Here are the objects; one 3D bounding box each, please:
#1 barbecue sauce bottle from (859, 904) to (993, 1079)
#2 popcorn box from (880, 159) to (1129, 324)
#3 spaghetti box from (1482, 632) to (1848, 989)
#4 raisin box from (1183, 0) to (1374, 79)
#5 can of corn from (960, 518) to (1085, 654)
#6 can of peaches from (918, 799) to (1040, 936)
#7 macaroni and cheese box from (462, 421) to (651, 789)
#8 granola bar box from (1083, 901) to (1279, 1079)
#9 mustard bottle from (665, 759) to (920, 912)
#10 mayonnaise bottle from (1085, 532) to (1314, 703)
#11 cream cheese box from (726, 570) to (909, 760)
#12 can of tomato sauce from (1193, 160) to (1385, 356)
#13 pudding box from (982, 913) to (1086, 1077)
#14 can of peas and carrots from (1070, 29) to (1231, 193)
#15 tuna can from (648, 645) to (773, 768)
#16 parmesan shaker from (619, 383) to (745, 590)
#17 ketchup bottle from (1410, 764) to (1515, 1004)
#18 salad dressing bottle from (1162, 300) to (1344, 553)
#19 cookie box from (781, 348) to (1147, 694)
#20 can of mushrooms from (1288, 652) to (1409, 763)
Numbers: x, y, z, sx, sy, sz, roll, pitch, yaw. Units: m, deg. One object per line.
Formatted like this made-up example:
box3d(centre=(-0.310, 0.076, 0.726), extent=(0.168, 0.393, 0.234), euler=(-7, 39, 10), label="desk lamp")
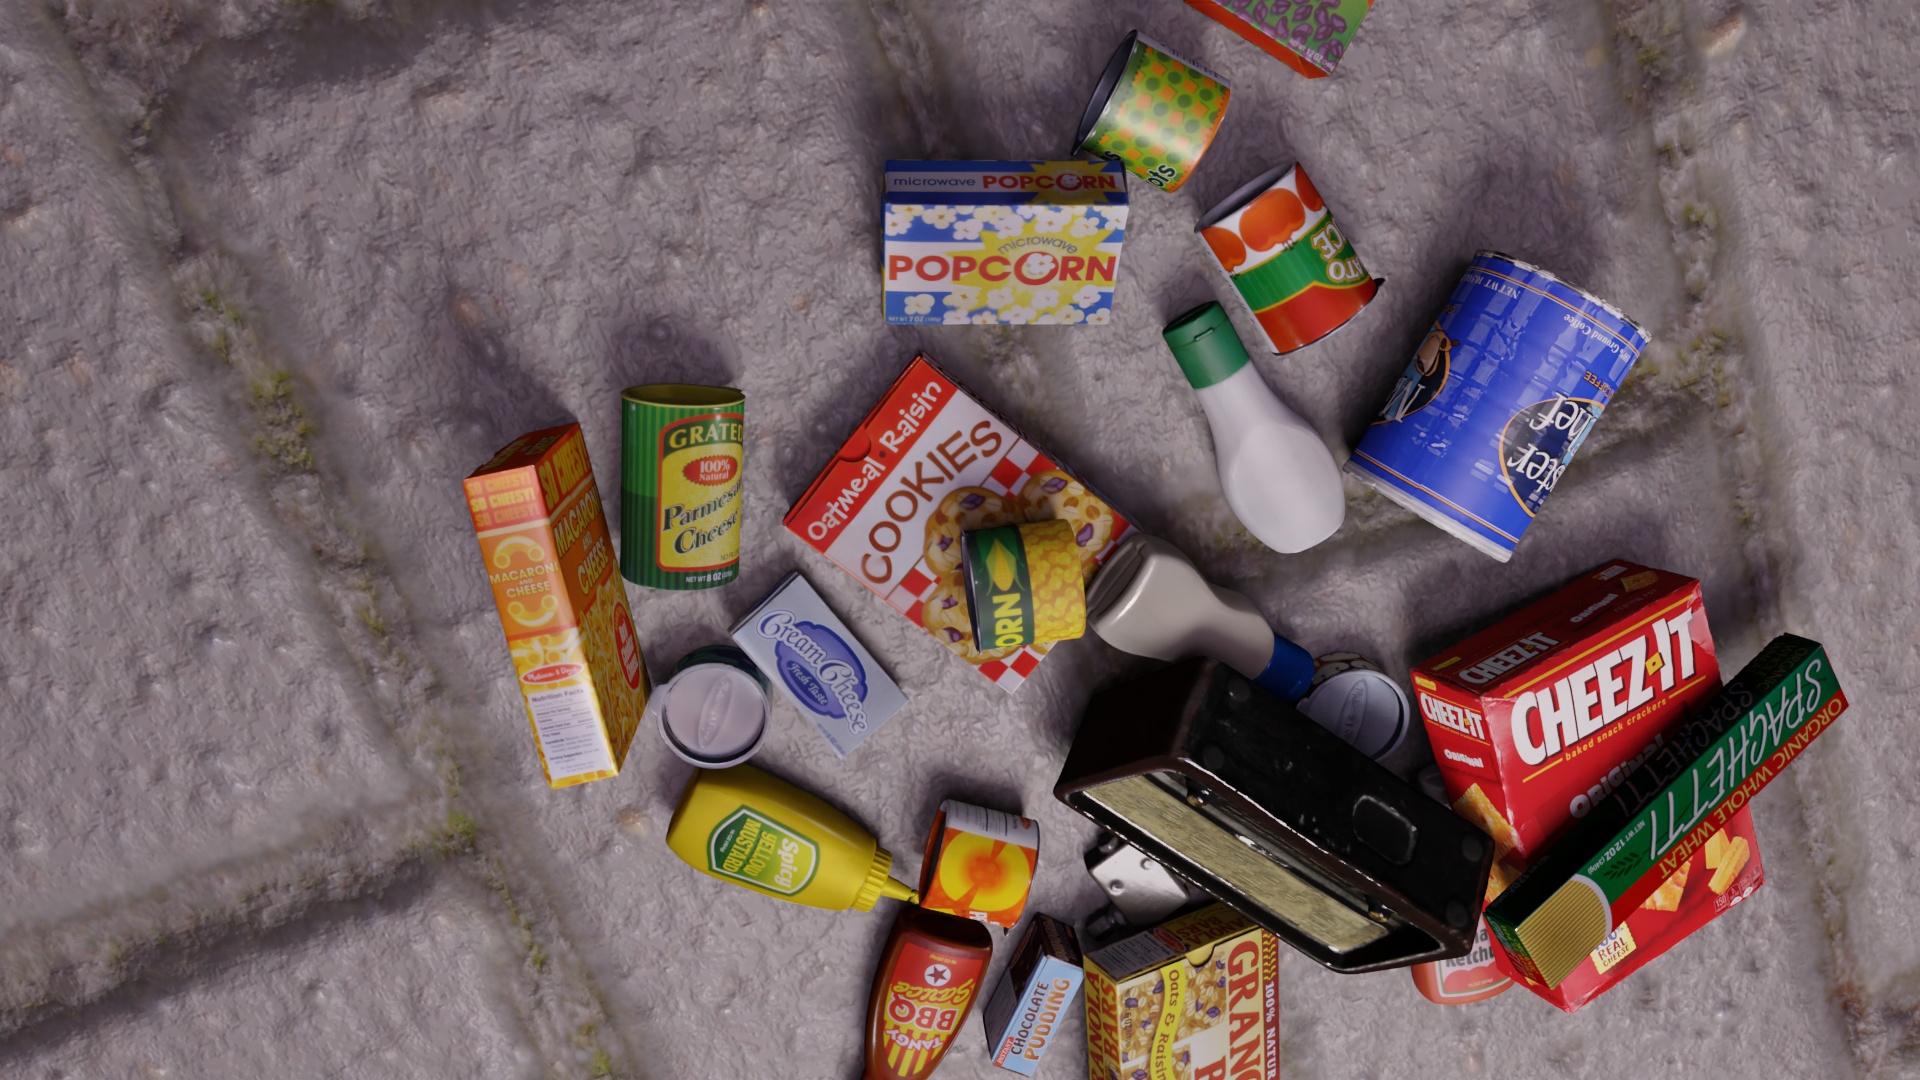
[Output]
box3d(centre=(-0.031, 0.304, 0.870), extent=(0.065, 0.044, 0.148), euler=(17, 103, -9), label="barbecue sauce bottle")
box3d(centre=(0.021, -0.157, 0.735), extent=(0.127, 0.038, 0.084), euler=(-1, 142, -4), label="popcorn box")
box3d(centre=(0.396, 0.147, 0.775), extent=(0.250, 0.029, 0.050), euler=(-38, 109, -10), label="spaghetti box")
box3d(centre=(0.186, -0.319, 0.726), extent=(0.086, 0.040, 0.123), euler=(28, 100, -9), label="raisin box")
box3d(centre=(0.033, 0.026, 0.746), extent=(0.058, 0.071, 0.071), euler=(-7, 105, -3), label="can of corn")
box3d(centre=(0.010, 0.195, 0.832), extent=(0.058, 0.071, 0.071), euler=(16, 103, -7), label="can of peaches")
box3d(centre=(-0.213, 0.030, 0.745), extent=(0.040, 0.124, 0.166), euler=(-12, 105, -1), label="macaroni and cheese box")
box3d(centre=(0.141, 0.319, 0.864), extent=(0.124, 0.039, 0.165), euler=(-12, 107, -27), label="granola bar box")
box3d(centre=(-0.093, 0.186, 0.832), extent=(0.160, 0.049, 0.065), euler=(24, 105, -9), label="mustard bottle")
box3d(centre=(0.142, 0.052, 0.798), extent=(0.148, 0.041, 0.064), euler=(28, 107, -29), label="mayonnaise bottle")
box3d(centre=(-0.083, 0.073, 0.810), extent=(0.053, 0.024, 0.103), euler=(-42, 104, -12), label="cream cheese box")
box3d(centre=(0.178, -0.154, 0.753), extent=(0.071, 0.071, 0.083), euler=(-36, 104, 6), label="can of tomato sauce")
box3d(centre=(0.045, 0.283, 0.867), extent=(0.030, 0.050, 0.083), euler=(23, 102, -11), label="pudding box")
box3d(centre=(0.100, -0.222, 0.731), extent=(0.059, 0.071, 0.070), euler=(24, 102, -10), label="can of peas and carrots")
box3d(centre=(-0.145, 0.096, 0.814), extent=(0.071, 0.033, 0.071), euler=(-1, 105, -4), label="tuna can")
box3d(centre=(-0.151, -0.030, 0.765), extent=(0.071, 0.071, 0.102), euler=(3, 105, -4), label="parmesan shaker")
box3d(centre=(0.310, 0.214, 0.870), extent=(0.065, 0.043, 0.148), euler=(-11, 105, -7), label="ketchup bottle")
box3d(centre=(0.165, -0.064, 0.789), extent=(0.064, 0.044, 0.147), euler=(-30, 103, 6), label="salad dressing bottle")
box3d(centre=(0.003, -0.010, 0.792), extent=(0.167, 0.040, 0.122), euler=(38, 99, -12), label="cookie box")
box3d(centre=(0.232, 0.103, 0.841), extent=(0.071, 0.033, 0.070), euler=(-1, 105, -4), label="can of mushrooms")
